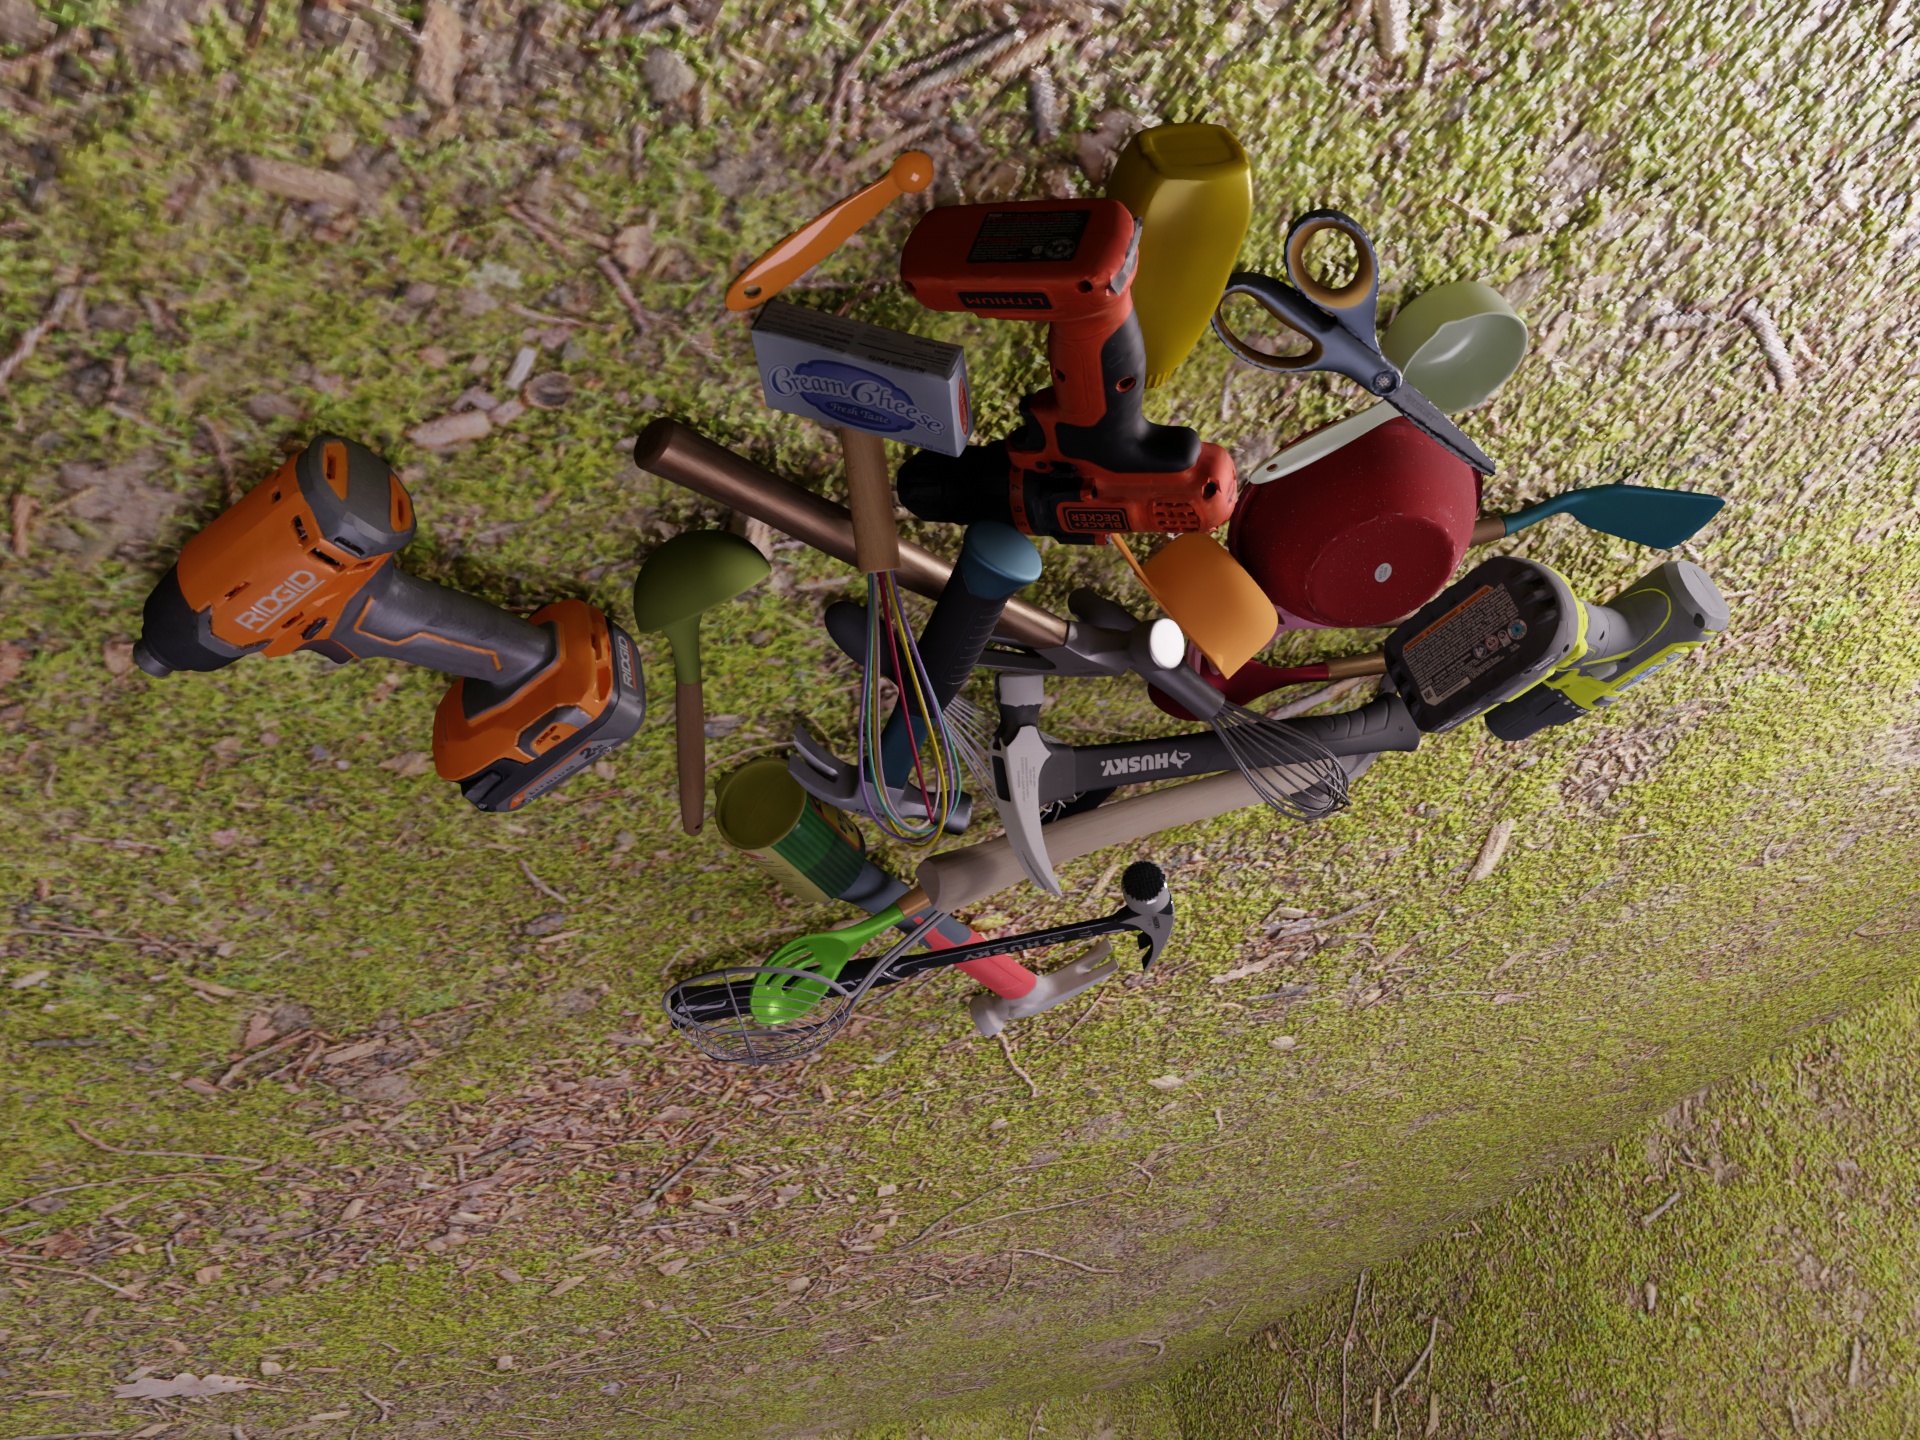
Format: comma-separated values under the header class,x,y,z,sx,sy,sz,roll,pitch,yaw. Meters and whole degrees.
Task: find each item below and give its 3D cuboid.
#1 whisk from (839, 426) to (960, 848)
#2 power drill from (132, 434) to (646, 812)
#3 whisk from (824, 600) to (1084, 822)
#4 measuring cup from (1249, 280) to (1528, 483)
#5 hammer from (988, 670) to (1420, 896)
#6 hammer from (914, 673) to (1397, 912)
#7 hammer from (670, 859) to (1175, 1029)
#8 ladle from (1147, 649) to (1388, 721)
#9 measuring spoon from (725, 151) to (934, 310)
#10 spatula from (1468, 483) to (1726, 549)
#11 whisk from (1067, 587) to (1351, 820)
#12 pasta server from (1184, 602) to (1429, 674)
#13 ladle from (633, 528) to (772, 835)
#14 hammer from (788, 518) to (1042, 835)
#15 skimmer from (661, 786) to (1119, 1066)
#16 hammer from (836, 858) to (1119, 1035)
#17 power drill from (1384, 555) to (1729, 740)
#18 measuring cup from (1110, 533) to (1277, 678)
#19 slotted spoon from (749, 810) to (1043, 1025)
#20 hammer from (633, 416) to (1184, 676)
class,x,y,z,sx,sy,sz,roll,pitch,yaw
whisk,-0.034,-0.055,0.806,0.051,0.245,0.047,-9,-173,-13
power drill,-0.292,-0.036,0.818,0.164,0.084,0.226,-31,141,19
whisk,-0.001,-0.004,1.035,0.070,0.070,0.284,-30,140,17
measuring cup,0.233,-0.187,0.895,0.167,0.038,0.083,-28,146,18
hammer,0.175,0.026,1.080,0.334,0.146,0.035,-6,-171,-25
hammer,0.151,0.057,1.134,0.410,0.038,0.146,-14,148,-32
hammer,-0.033,0.190,1.244,0.409,0.036,0.149,-12,150,6
ladle,0.284,-0.039,1.150,0.315,0.031,0.069,-9,142,-18
measuring spoon,-0.060,-0.219,0.723,0.117,0.011,0.021,-31,145,18
spatula,0.336,-0.113,1.049,0.317,0.044,0.082,-13,164,-6
whisk,0.161,-0.010,1.027,0.238,0.055,0.055,37,124,-14
pasta server,0.289,-0.065,1.102,0.316,0.040,0.060,-3,156,-25
ladle,-0.156,-0.004,0.954,0.078,0.062,0.320,-32,157,-26
hammer,-0.019,-0.016,0.923,0.128,0.033,0.331,13,151,-10
skimmer,-0.040,0.121,1.131,0.363,0.090,0.127,-38,156,-20
hammer,0.002,0.171,1.305,0.143,0.038,0.385,-29,146,13
power drill,0.406,-0.043,1.121,0.228,0.080,0.190,0,150,-40
measuring cup,0.130,-0.097,0.946,0.052,0.095,0.173,-40,130,5
slotted spoon,-0.022,0.129,1.183,0.314,0.031,0.070,-30,133,-8
hammer,-0.032,-0.086,0.879,0.331,0.031,0.130,23,162,-36
